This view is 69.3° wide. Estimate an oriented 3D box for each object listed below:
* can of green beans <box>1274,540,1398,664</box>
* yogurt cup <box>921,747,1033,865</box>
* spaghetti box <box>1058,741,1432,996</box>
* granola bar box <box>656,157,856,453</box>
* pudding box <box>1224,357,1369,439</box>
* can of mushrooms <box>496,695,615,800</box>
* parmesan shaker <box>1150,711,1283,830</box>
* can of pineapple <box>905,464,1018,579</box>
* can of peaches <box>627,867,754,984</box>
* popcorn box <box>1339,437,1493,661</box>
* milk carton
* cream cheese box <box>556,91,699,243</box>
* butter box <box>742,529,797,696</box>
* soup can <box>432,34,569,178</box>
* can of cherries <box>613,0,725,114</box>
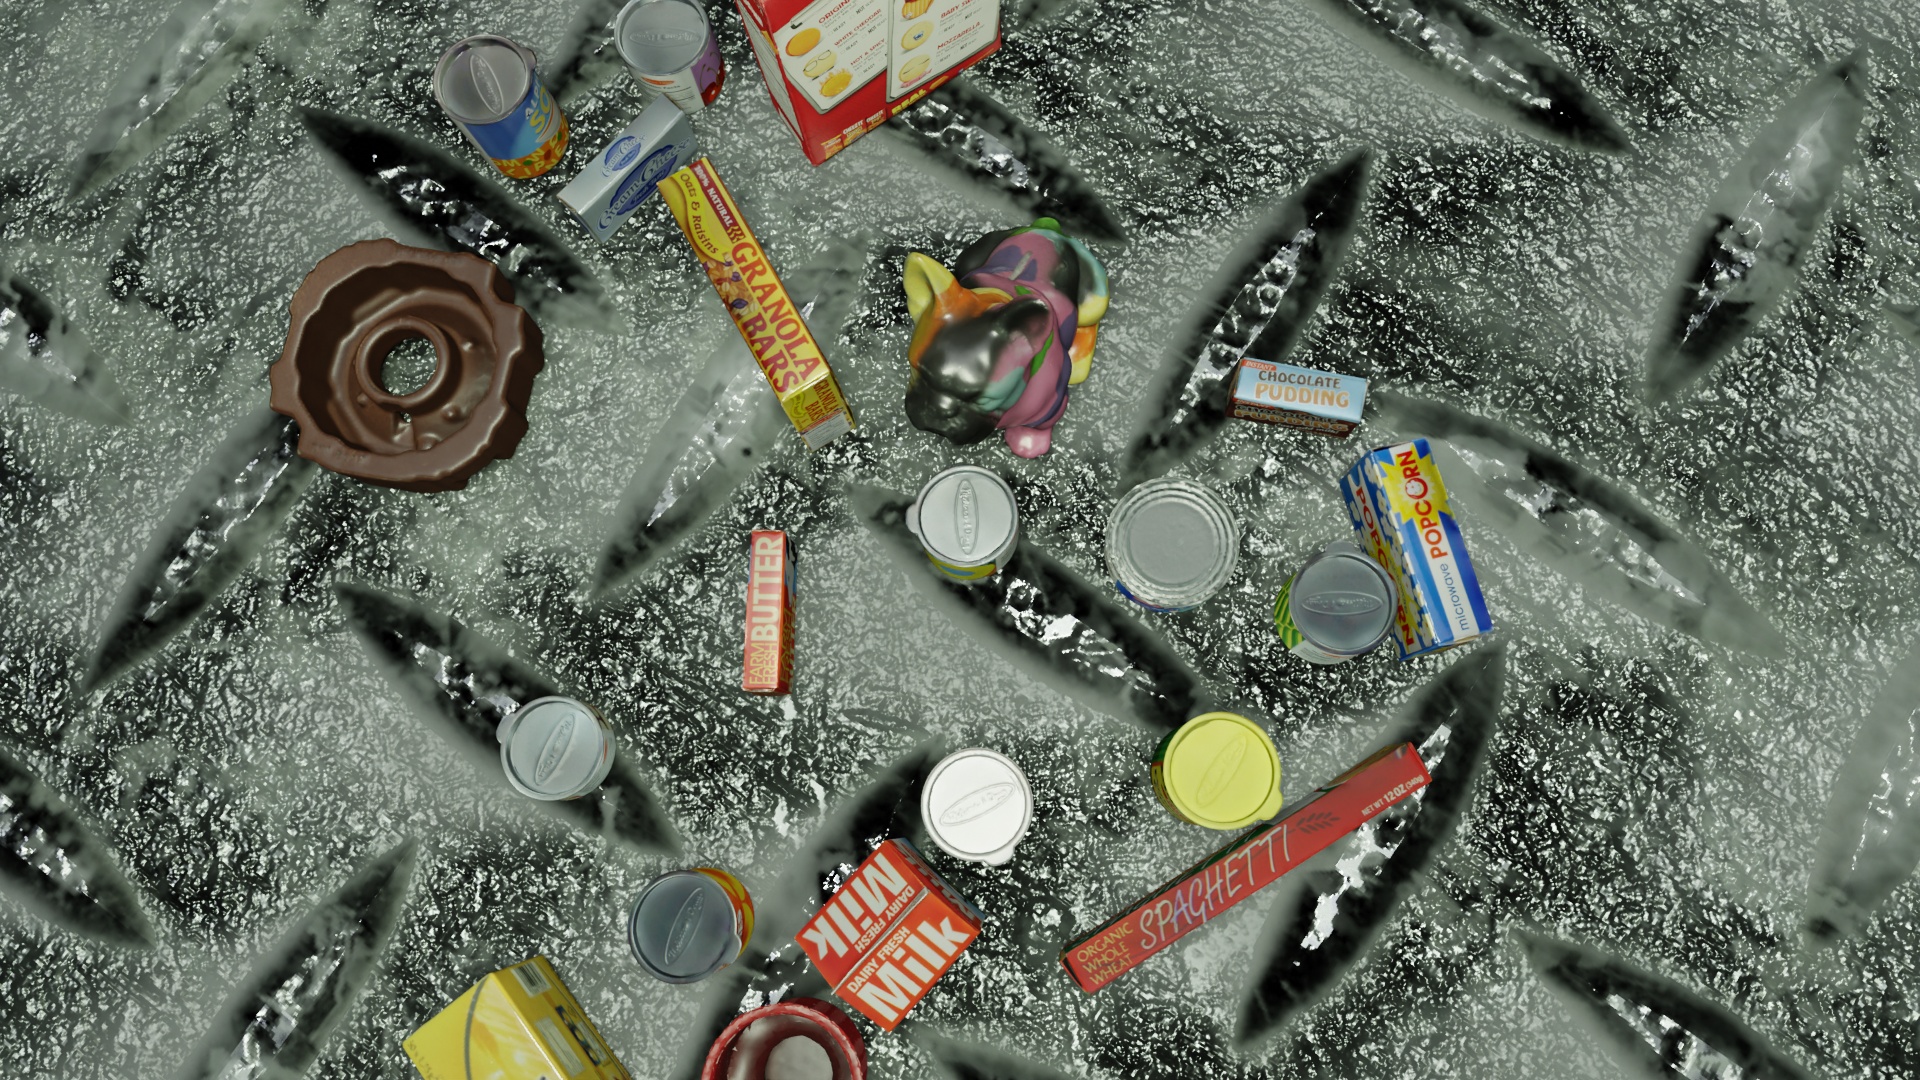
[{"bbox_3d":[0.236,0.043,0.877,0.071,0.057,0.071,-1,79,3],"label":"can of green beans"},{"bbox_3d":[0.011,0.164,0.864,0.072,0.054,0.072,-1,79,3],"label":"yogurt cup"},{"bbox_3d":[0.172,0.200,0.851,0.250,0.050,0.029,-31,79,-4],"label":"spaghetti box"},{"bbox_3d":[-0.128,-0.149,0.899,0.039,0.124,0.166,-30,79,-3],"label":"granola bar box"},{"bbox_3d":[0.219,-0.093,0.910,0.084,0.049,0.030,12,80,5],"label":"pudding box"},{"bbox_3d":[-0.260,0.133,0.893,0.071,0.033,0.071,0,78,3],"label":"can of mushrooms"},{"bbox_3d":[0.153,0.142,0.837,0.071,0.103,0.071,-1,79,3],"label":"parmesan shaker"},{"bbox_3d":[0.003,-0.011,0.899,0.071,0.057,0.071,-1,79,3],"label":"can of pineapple"},{"bbox_3d":[-0.162,0.237,0.855,0.071,0.058,0.071,-1,79,3],"label":"can of peaches"},{"bbox_3d":[0.282,0.008,0.868,0.038,0.085,0.127,-15,78,0],"label":"popcorn box"},{"bbox_3d":[-0.037,0.219,0.785,0.073,0.190,0.072,42,84,10],"label":"milk carton"},{"bbox_3d":[-0.228,-0.257,0.962,0.024,0.053,0.104,42,83,10],"label":"cream cheese box"},{"bbox_3d":[-0.122,0.048,0.895,0.024,0.053,0.103,1,79,3],"label":"butter box"},{"bbox_3d":[-0.312,-0.299,0.959,0.071,0.083,0.071,-1,79,3],"label":"soup can"},{"bbox_3d":[-0.202,-0.345,0.976,0.071,0.058,0.071,-1,79,3],"label":"can of cherries"}]
